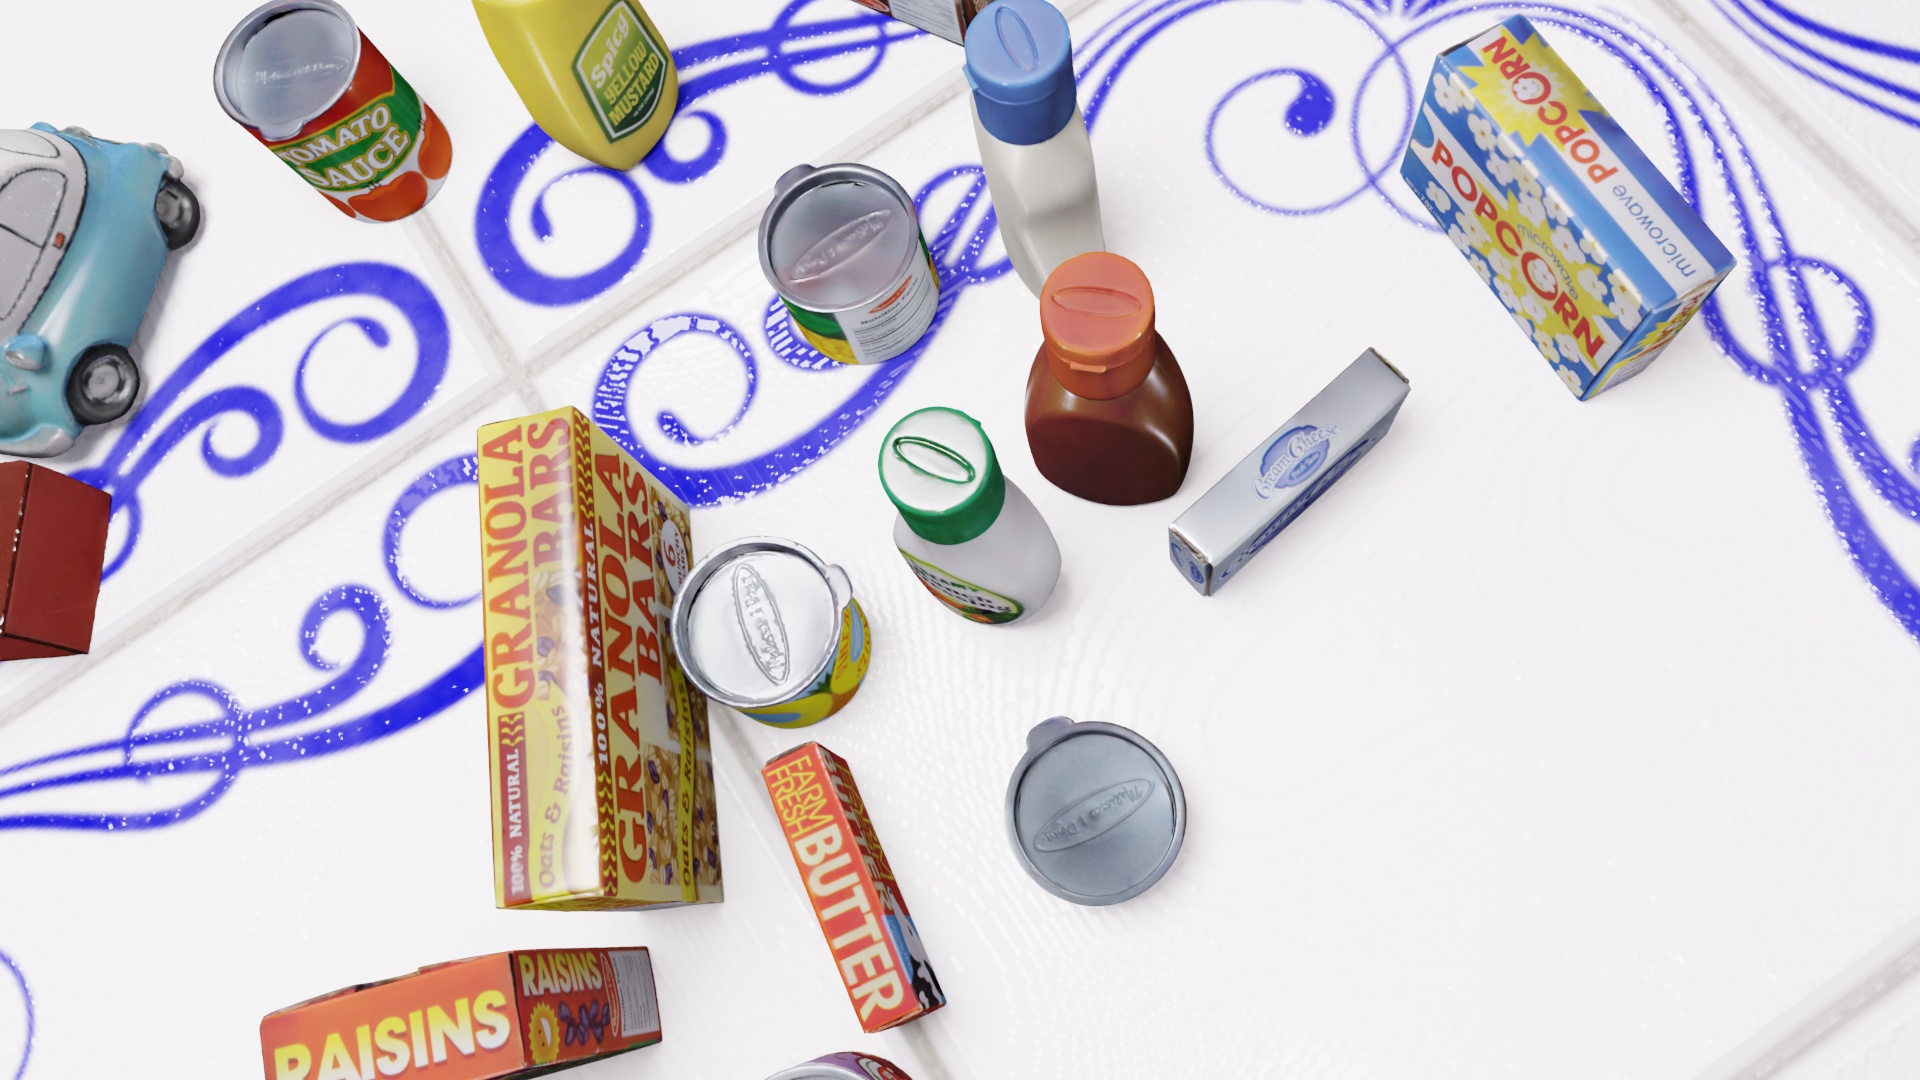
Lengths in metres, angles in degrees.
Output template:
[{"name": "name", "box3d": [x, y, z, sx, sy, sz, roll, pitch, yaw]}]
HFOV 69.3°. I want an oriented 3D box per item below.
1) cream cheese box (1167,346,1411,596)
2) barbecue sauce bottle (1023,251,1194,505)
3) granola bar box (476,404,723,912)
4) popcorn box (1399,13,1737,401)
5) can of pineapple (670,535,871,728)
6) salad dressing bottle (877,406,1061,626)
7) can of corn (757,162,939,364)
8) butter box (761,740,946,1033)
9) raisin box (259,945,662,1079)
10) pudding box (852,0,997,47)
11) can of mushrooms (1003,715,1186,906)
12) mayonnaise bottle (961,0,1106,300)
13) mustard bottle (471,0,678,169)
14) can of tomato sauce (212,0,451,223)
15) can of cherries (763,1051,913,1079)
[{"name": "cream cheese box", "box3d": [0.125, -0.024, 0.533, 0.104, 0.053, 0.024, -41, 73, -5]}, {"name": "barbecue sauce bottle", "box3d": [0.052, -0.054, 0.502, 0.065, 0.148, 0.044, 10, 76, 11]}, {"name": "granola bar box", "box3d": [-0.131, 0.051, 0.510, 0.039, 0.124, 0.166, -10, 73, 5]}, {"name": "popcorn box", "box3d": [0.226, -0.125, 0.531, 0.038, 0.085, 0.127, -30, 72, -1]}, {"name": "can of pineapple", "box3d": [-0.070, 0.037, 0.540, 0.071, 0.057, 0.071, -2, 74, 8]}, {"name": "salad dressing bottle", "box3d": [0.002, -0.006, 0.496, 0.064, 0.147, 0.044, 25, 80, 14]}, {"name": "can of corn", "box3d": [-0.046, -0.116, 0.581, 0.071, 0.058, 0.071, -2, 74, 8]}, {"name": "butter box", "box3d": [-0.039, 0.127, 0.512, 0.024, 0.053, 0.104, -25, 72, 1]}, {"name": "raisin box", "box3d": [-0.166, 0.169, 0.481, 0.086, 0.123, 0.040, -16, 73, 4]}, {"name": "pudding box", "box3d": [-0.026, -0.260, 0.625, 0.084, 0.049, 0.030, 27, 80, 15]}, {"name": "can of mushrooms", "box3d": [0.049, 0.100, 0.518, 0.071, 0.033, 0.071, -2, 74, 8]}, {"name": "mayonnaise bottle", "box3d": [0.030, -0.147, 0.532, 0.041, 0.147, 0.065, -24, 72, 1]}, {"name": "mustard bottle", "box3d": [-0.167, -0.217, 0.575, 0.049, 0.160, 0.065, 26, 80, 14]}, {"name": "can of tomato sauce", "box3d": [-0.277, -0.189, 0.623, 0.071, 0.083, 0.071, -2, 74, 8]}, {"name": "can of cherries", "box3d": [-0.042, 0.214, 0.484, 0.071, 0.058, 0.071, -2, 74, 8]}]
